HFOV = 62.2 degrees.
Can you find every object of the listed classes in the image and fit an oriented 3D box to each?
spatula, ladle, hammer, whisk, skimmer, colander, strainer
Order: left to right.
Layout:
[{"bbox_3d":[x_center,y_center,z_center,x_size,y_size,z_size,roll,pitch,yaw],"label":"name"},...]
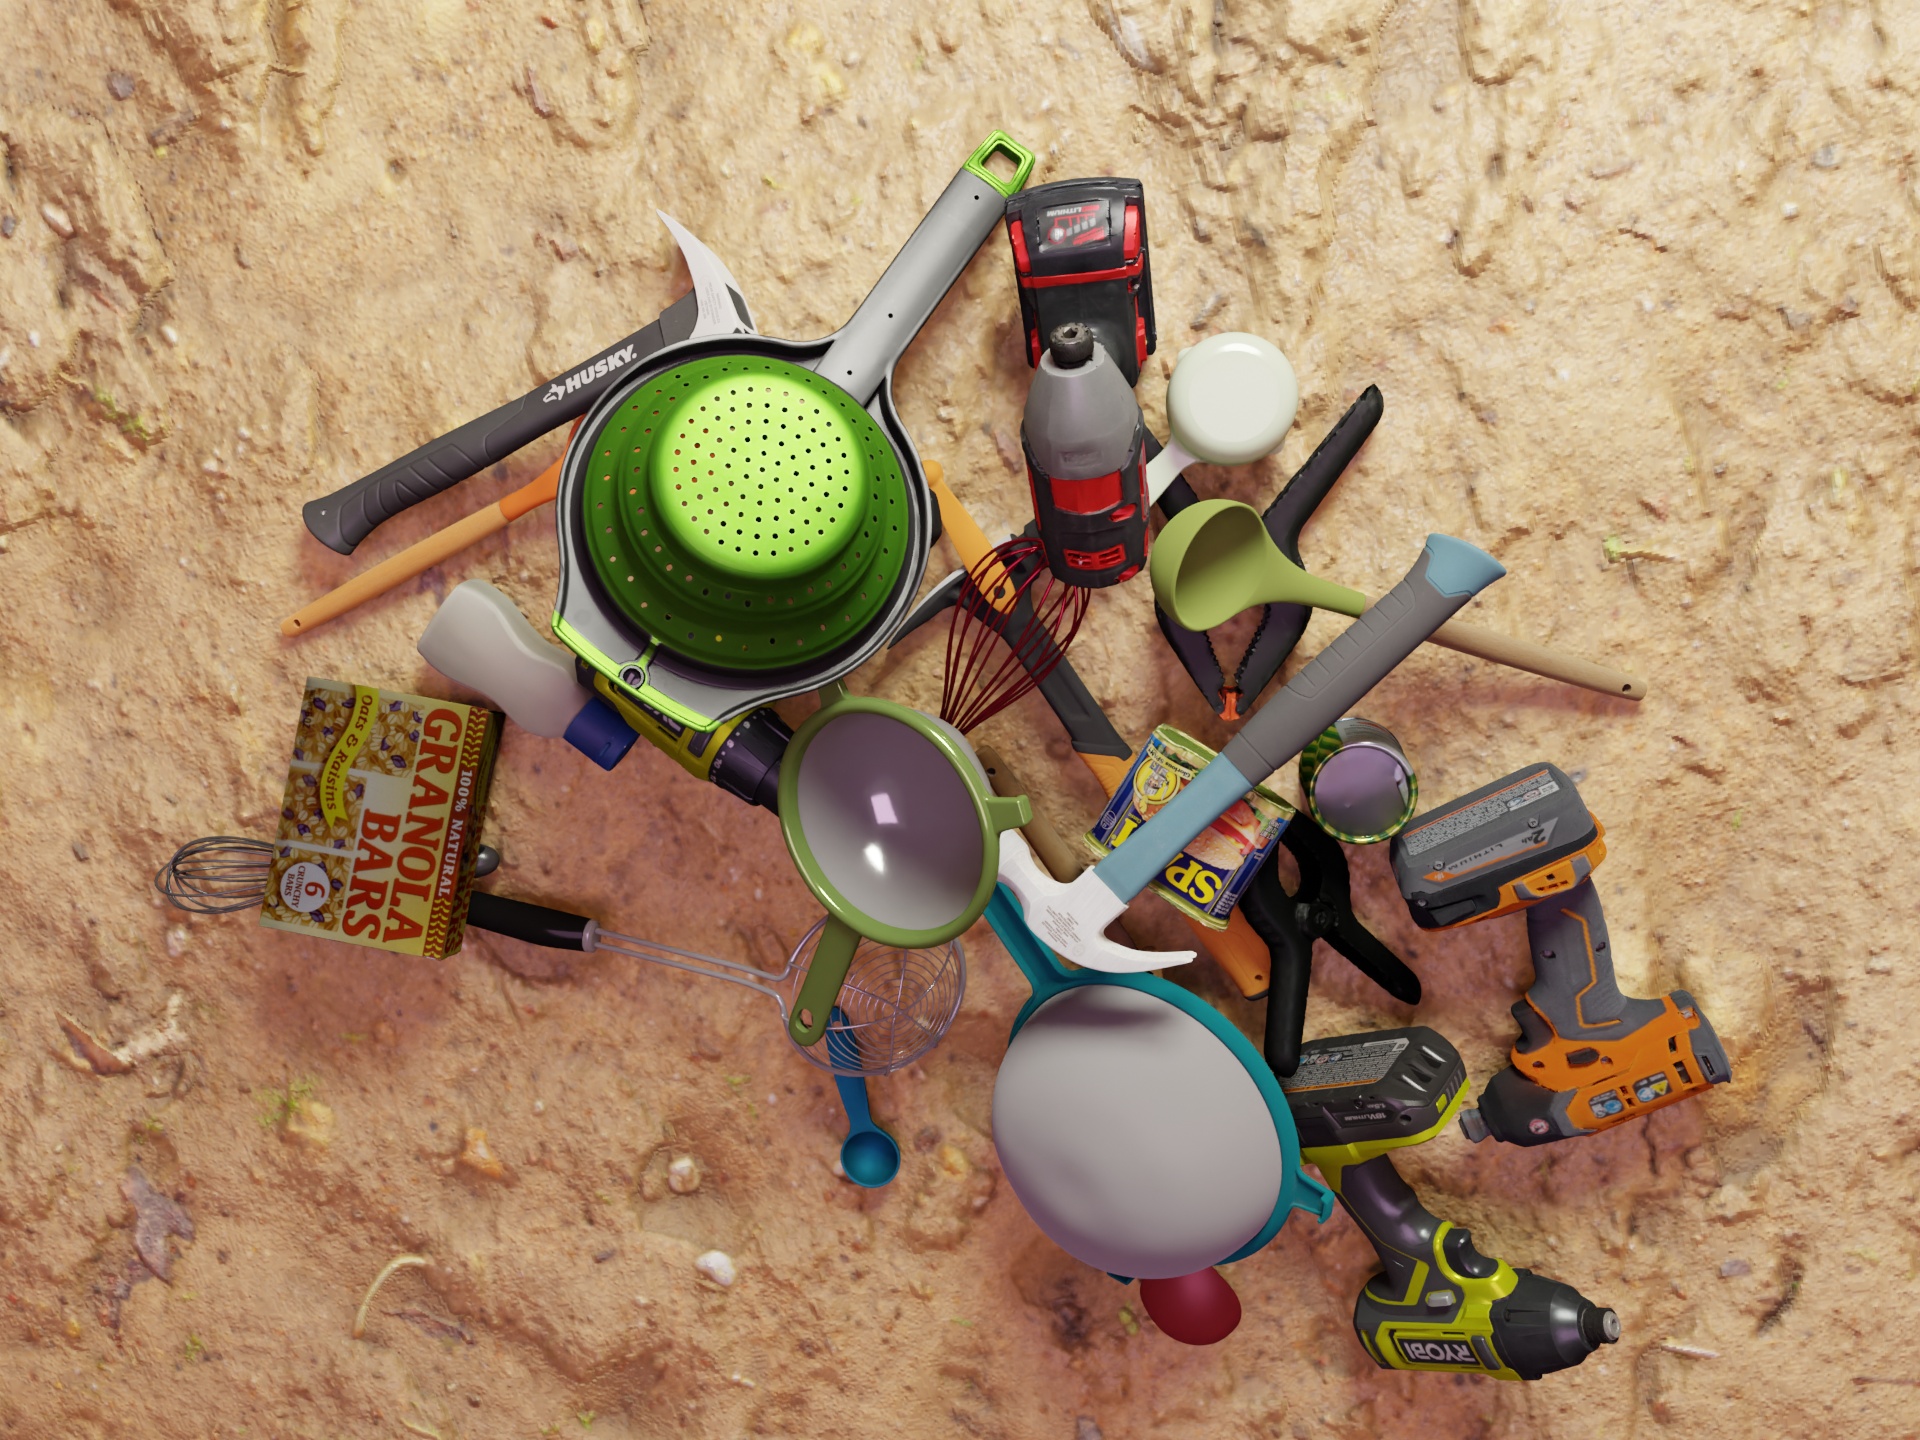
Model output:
[{"bbox_3d":[-0.432,0.101,1.085,0.239,0.055,0.055,-4,103,5],"label":"whisk"},{"bbox_3d":[-0.307,-0.126,1.025,0.322,0.041,0.081,-24,100,16],"label":"spatula"},{"bbox_3d":[-0.274,-0.187,0.979,0.335,0.035,0.146,-22,69,20],"label":"hammer"},{"bbox_3d":[-0.180,0.151,1.072,0.363,0.090,0.127,11,103,15],"label":"skimmer"},{"bbox_3d":[-0.065,-0.183,0.853,0.204,0.094,0.397,35,76,-5],"label":"colander"},{"bbox_3d":[-0.045,0.093,0.949,0.151,0.069,0.256,35,124,19],"label":"strainer"},{"bbox_3d":[-0.002,-0.003,0.955,0.073,0.073,0.295,30,129,-1],"label":"whisk"},{"bbox_3d":[0.060,0.214,0.988,0.211,0.095,0.340,-36,86,41],"label":"strainer"},{"bbox_3d":[0.096,0.042,1.006,0.127,0.034,0.337,-34,97,13],"label":"hammer"},{"bbox_3d":[0.139,0.288,1.040,0.069,0.031,0.315,-2,111,19],"label":"ladle"},{"bbox_3d":[0.166,0.017,0.898,0.331,0.033,0.128,-44,80,12],"label":"hammer"},{"bbox_3d":[0.260,-0.056,0.925,0.320,0.062,0.078,16,107,-9],"label":"ladle"}]

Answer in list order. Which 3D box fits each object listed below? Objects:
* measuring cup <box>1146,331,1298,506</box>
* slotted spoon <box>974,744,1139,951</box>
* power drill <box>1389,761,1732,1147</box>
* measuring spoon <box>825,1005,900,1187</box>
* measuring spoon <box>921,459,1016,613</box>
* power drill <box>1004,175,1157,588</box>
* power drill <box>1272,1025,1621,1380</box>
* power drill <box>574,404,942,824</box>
[{"bbox_3d":[0.125,-0.153,0.918,0.083,0.038,0.167,45,97,0],"label":"measuring cup"},{"bbox_3d":[0.099,0.144,1.018,0.070,0.031,0.313,-31,103,19],"label":"slotted spoon"},{"bbox_3d":[0.351,0.158,0.979,0.164,0.084,0.226,-27,102,14],"label":"power drill"},{"bbox_3d":[-0.070,0.256,1.093,0.042,0.021,0.128,-13,92,11],"label":"measuring spoon"},{"bbox_3d":[0.002,-0.113,0.967,0.021,0.011,0.117,-35,71,14],"label":"measuring spoon"},{"bbox_3d":[0.065,-0.191,0.846,0.078,0.220,0.143,-5,136,9],"label":"power drill"},{"bbox_3d":[0.294,0.309,0.995,0.171,0.080,0.223,-22,101,46],"label":"power drill"},{"bbox_3d":[-0.111,-0.061,0.973,0.190,0.080,0.228,36,107,12],"label":"power drill"}]
